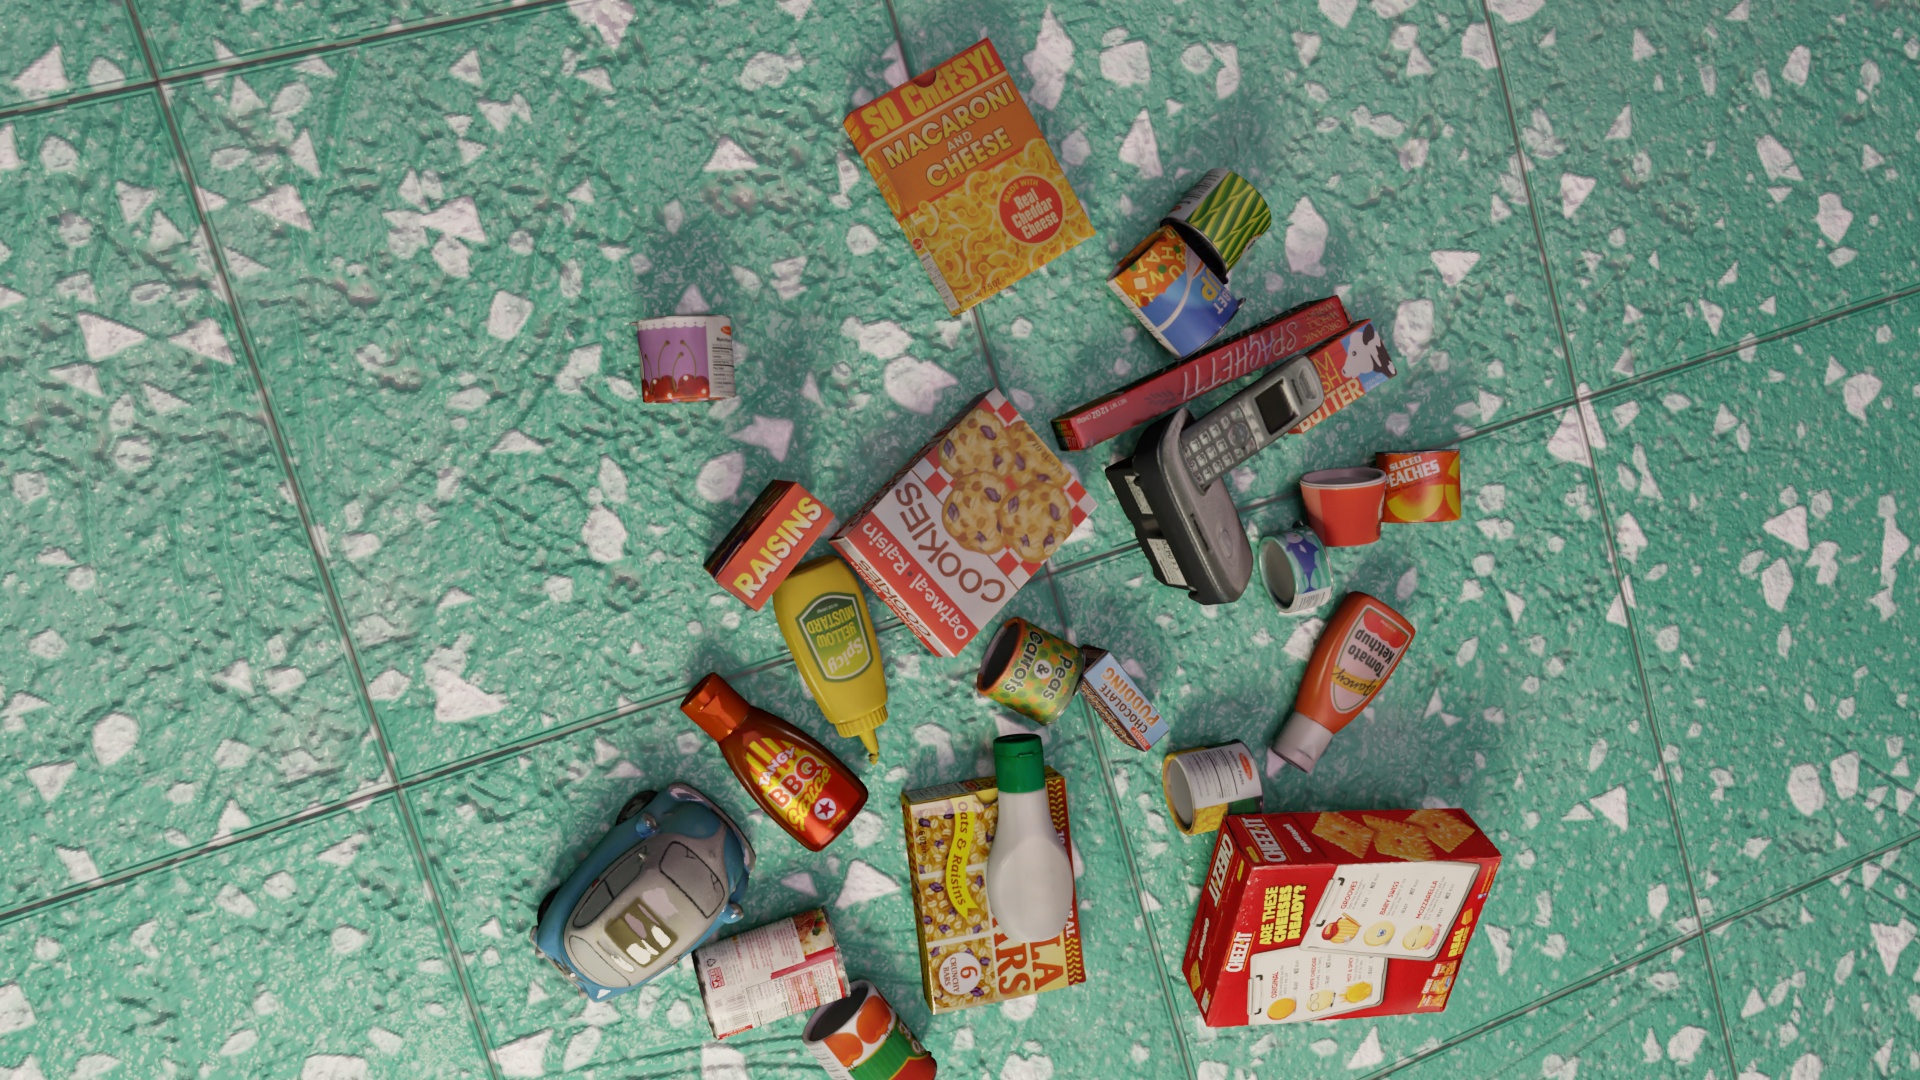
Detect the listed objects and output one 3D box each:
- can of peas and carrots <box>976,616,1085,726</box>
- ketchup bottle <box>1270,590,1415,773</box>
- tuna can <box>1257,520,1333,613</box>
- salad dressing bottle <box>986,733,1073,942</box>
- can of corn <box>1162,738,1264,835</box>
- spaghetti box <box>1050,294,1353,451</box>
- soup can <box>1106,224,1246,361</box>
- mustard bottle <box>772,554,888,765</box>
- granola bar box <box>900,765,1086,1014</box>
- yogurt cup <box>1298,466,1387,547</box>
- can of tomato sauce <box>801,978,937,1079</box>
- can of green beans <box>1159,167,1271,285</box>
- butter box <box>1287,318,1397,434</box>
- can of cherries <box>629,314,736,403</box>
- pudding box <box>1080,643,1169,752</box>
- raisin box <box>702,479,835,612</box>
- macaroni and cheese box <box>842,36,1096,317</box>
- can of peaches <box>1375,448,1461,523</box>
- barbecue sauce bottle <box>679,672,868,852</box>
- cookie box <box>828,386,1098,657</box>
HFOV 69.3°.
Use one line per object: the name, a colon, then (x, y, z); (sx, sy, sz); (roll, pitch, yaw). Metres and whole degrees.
can of peas and carrots: (0.053, 0.099, 1.051); (0.059, 0.071, 0.071); (28, 86, -13)
ketchup bottle: (0.307, 0.118, 1.132); (0.064, 0.043, 0.149); (35, 84, -14)
tuna can: (0.265, 0.021, 1.106); (0.033, 0.071, 0.071); (-13, 96, -13)
salad dressing bottle: (0.048, 0.218, 1.028); (0.064, 0.044, 0.147); (-5, 93, -15)
can of corn: (0.198, 0.196, 1.097); (0.058, 0.071, 0.071); (-9, 95, -13)
spaghetti box: (0.189, -0.132, 1.088); (0.251, 0.050, 0.028); (-25, 99, -12)
soup can: (0.165, -0.193, 1.069); (0.071, 0.071, 0.083); (-46, 102, -8)
mustard bottle: (-0.087, 0.092, 1.026); (0.065, 0.049, 0.160); (-23, 98, -16)
granola bar box: (0.026, 0.267, 1.067); (0.124, 0.039, 0.165); (-7, 94, -14)
yogurt cup: (0.308, -0.026, 1.117); (0.072, 0.072, 0.053); (-9, 103, -14)
can of tomato sauce: (-0.066, 0.379, 1.035); (0.071, 0.071, 0.083); (-38, 100, -10)
can of green beans: (0.198, -0.245, 1.077); (0.071, 0.071, 0.058); (44, 81, -12)
butter box: (0.300, -0.133, 1.130); (0.104, 0.024, 0.053); (-31, 100, -11)
can of cherries: (-0.196, -0.127, 0.982); (0.071, 0.071, 0.058); (-5, 95, -14)
pudding box: (0.120, 0.122, 1.080); (0.030, 0.049, 0.083); (-41, 102, -11)
raisin box: (-0.136, 0.000, 0.971); (0.040, 0.123, 0.086); (41, 83, -13)
macaroni and cheese box: (0.008, -0.271, 1.040); (0.124, 0.040, 0.166); (-33, 100, -12)
can of peaches: (0.371, -0.044, 1.129); (0.071, 0.071, 0.058); (-4, 94, -14)
barbecue sauce bottle: (-0.139, 0.158, 1.018); (0.148, 0.043, 0.065); (45, 83, -12)
cookie box: (0.004, -0.013, 1.038); (0.168, 0.040, 0.123); (-46, 102, -19)
